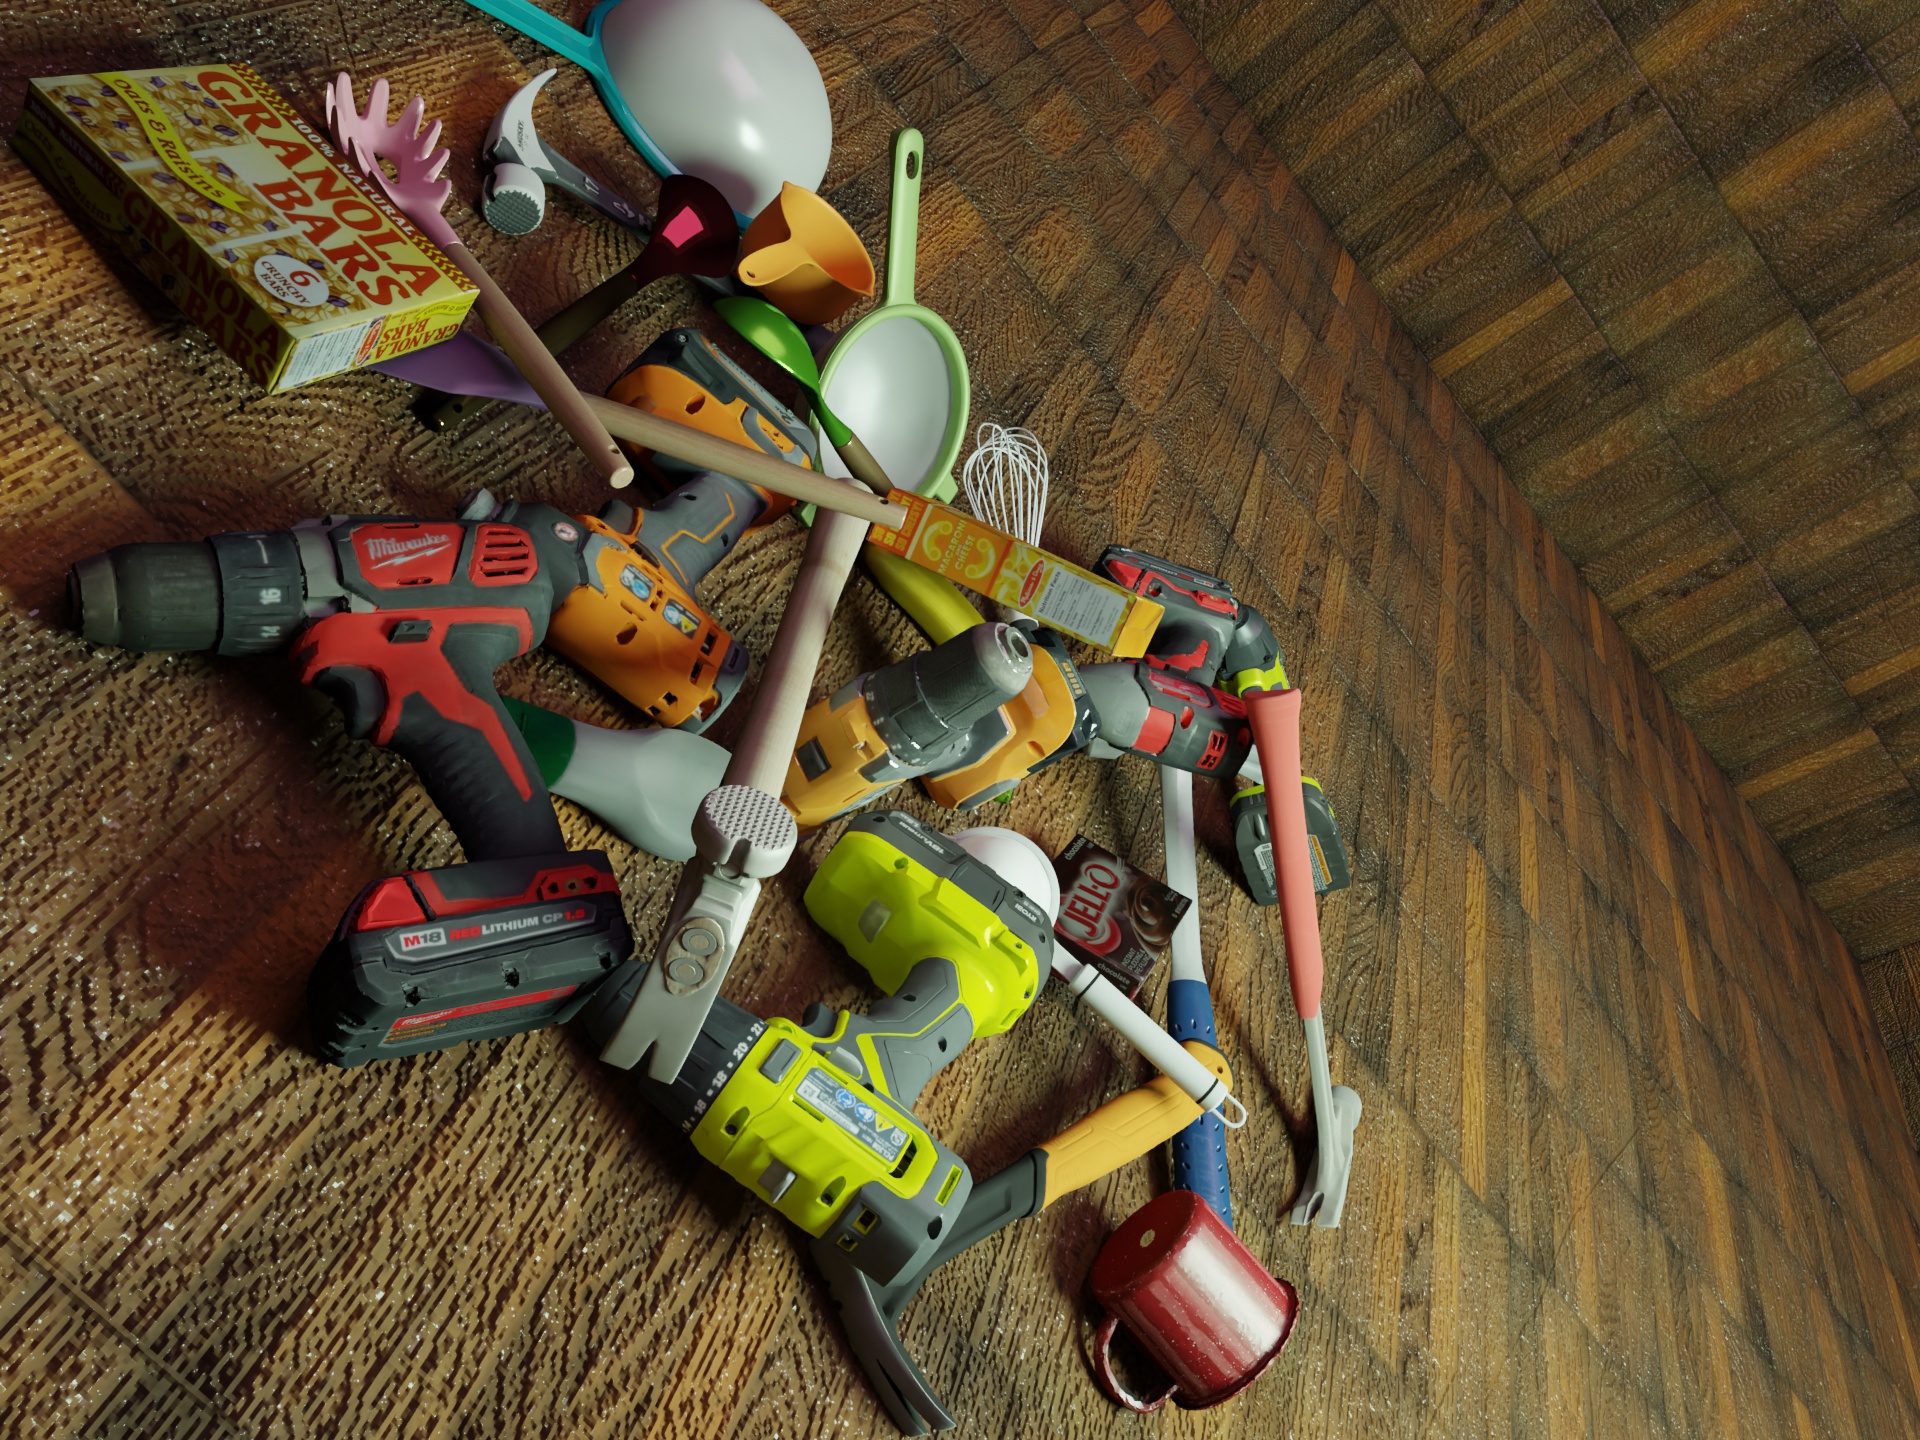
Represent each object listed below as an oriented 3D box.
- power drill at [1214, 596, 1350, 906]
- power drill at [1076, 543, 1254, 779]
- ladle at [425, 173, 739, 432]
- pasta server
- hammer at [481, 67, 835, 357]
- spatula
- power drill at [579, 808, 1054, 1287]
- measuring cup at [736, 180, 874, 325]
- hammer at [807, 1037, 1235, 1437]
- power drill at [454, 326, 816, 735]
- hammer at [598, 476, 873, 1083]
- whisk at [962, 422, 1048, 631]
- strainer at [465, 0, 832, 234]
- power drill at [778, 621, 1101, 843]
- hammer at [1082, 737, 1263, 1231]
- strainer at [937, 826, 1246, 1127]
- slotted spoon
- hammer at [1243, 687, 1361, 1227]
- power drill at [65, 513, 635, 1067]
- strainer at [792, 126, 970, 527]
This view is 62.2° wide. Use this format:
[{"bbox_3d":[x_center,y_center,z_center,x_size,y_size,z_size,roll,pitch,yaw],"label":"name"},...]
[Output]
[{"bbox_3d":[0.247,0.021,1.286,0.171,0.080,0.223,59,20,-50],"label":"power drill"},{"bbox_3d":[0.138,-0.044,1.163,0.143,0.078,0.220,17,29,-4],"label":"power drill"},{"bbox_3d":[-0.210,-0.246,0.929,0.069,0.031,0.315,57,41,-22],"label":"ladle"},{"bbox_3d":[-0.248,-0.231,0.821,0.060,0.040,0.316,-11,53,-45],"label":"pasta server"},{"bbox_3d":[-0.146,-0.292,1.096,0.408,0.036,0.149,27,41,-40],"label":"hammer"},{"bbox_3d":[-0.178,-0.156,0.818,0.316,0.018,0.060,19,42,-7],"label":"spatula"},{"bbox_3d":[-0.059,0.139,0.776,0.190,0.080,0.228,36,32,3],"label":"power drill"},{"bbox_3d":[-0.121,-0.296,1.052,0.095,0.052,0.174,52,32,-9],"label":"measuring cup"},{"bbox_3d":[0.057,0.249,0.861,0.336,0.034,0.127,-13,73,-50],"label":"hammer"},{"bbox_3d":[-0.171,-0.116,0.863,0.164,0.084,0.227,39,39,-24],"label":"power drill"},{"bbox_3d":[-0.091,-0.008,0.782,0.038,0.146,0.411,23,31,-9],"label":"hammer"},{"bbox_3d":[0.043,-0.102,1.172,0.070,0.070,0.285,24,50,-42],"label":"whisk"},{"bbox_3d":[-0.203,-0.475,1.118,0.340,0.095,0.211,11,54,-52],"label":"strainer"},{"bbox_3d":[-0.001,-0.003,0.901,0.226,0.185,0.084,-10,71,-60],"label":"power drill"},{"bbox_3d":[0.158,0.168,1.066,0.144,0.035,0.406,7,53,-7],"label":"hammer"},{"bbox_3d":[0.067,0.144,0.924,0.258,0.050,0.087,41,72,7],"label":"strainer"},{"bbox_3d":[-0.066,-0.166,1.003,0.070,0.031,0.313,48,-1,33],"label":"slotted spoon"},{"bbox_3d":[0.230,0.154,1.078,0.149,0.037,0.359,-41,124,-62],"label":"hammer"},{"bbox_3d":[-0.240,0.016,0.638,0.187,0.080,0.227,-5,65,-36],"label":"power drill"},{"bbox_3d":[-0.062,-0.259,1.054,0.151,0.069,0.256,-18,121,-45],"label":"strainer"}]
